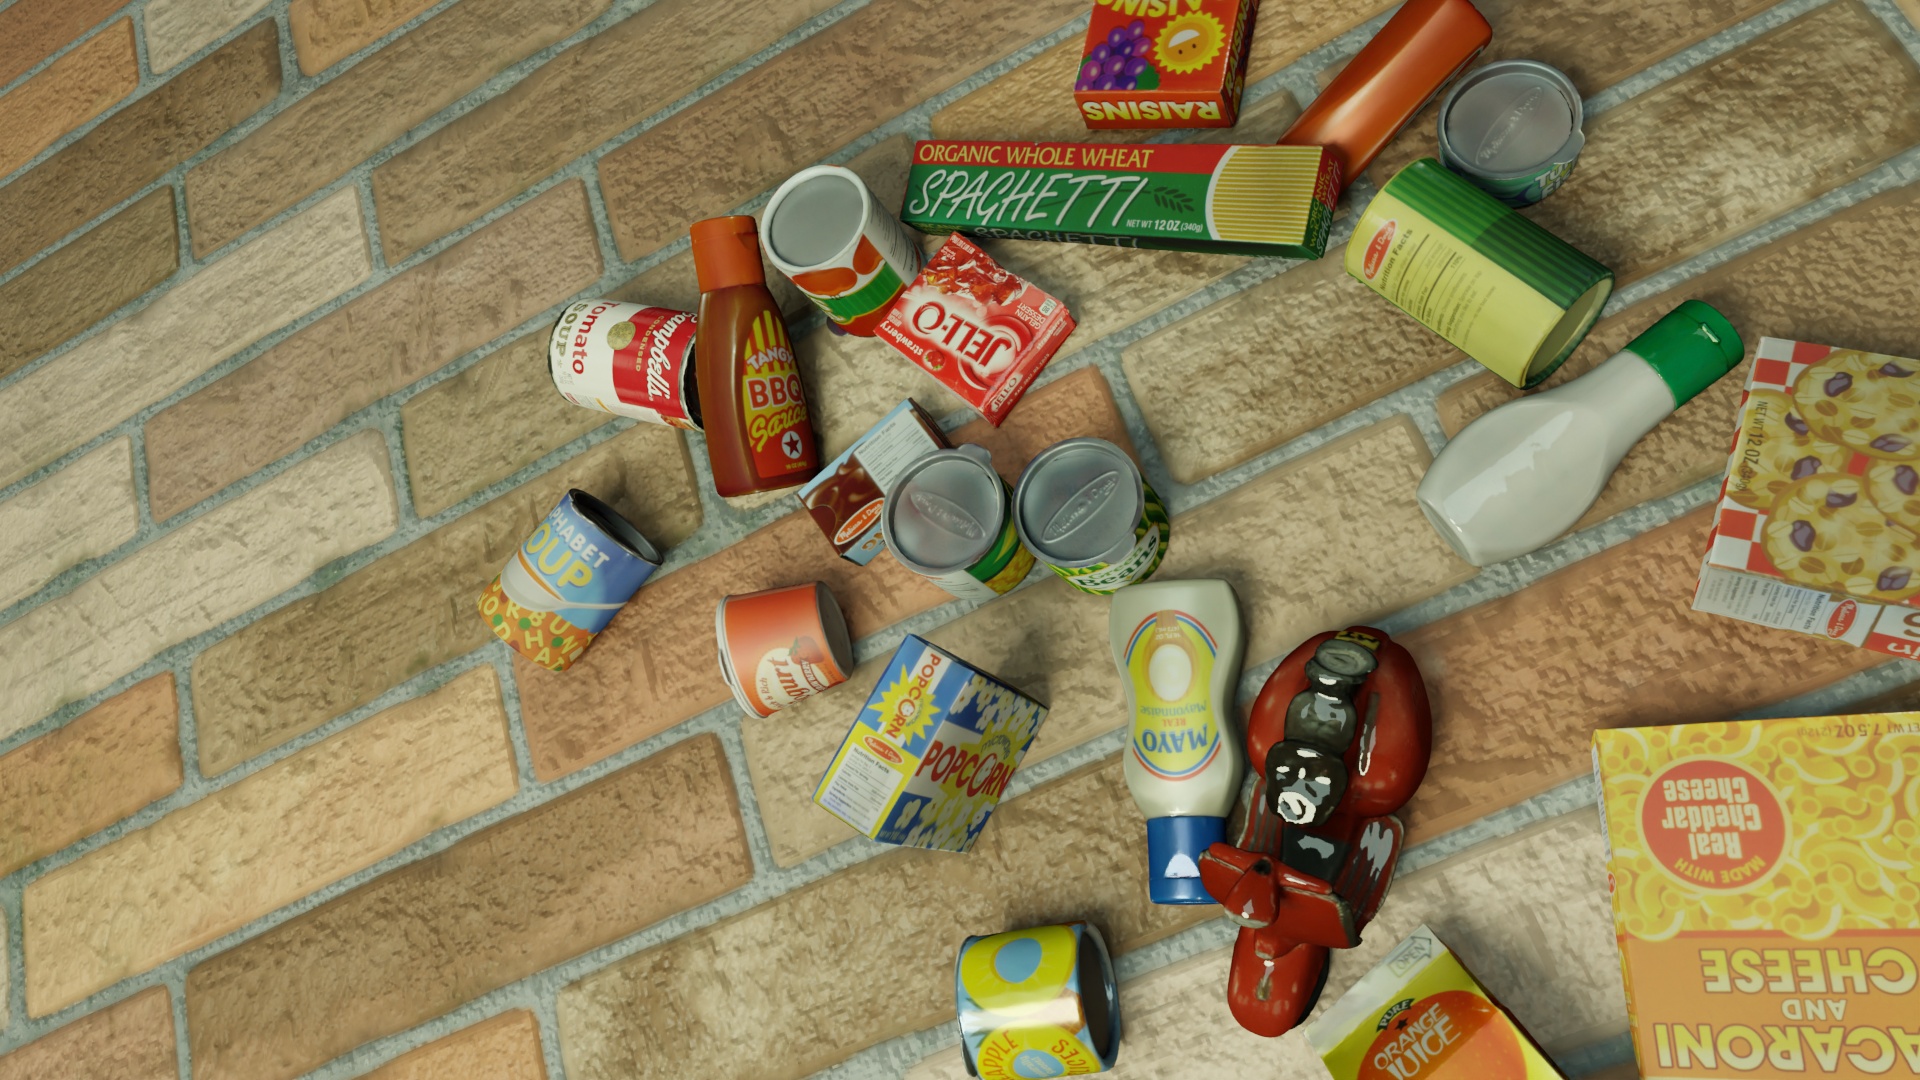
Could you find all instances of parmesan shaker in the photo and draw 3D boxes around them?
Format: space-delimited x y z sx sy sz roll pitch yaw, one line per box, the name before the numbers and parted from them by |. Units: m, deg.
parmesan shaker | 0.242 -0.123 0.653 0.071 0.071 0.103 -48 64 2

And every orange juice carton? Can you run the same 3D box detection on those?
orange juice carton | 0.223 0.248 0.536 0.072 0.073 0.193 -43 63 5

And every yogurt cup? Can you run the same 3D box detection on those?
yogurt cup | -0.090 0.054 0.729 0.054 0.072 0.072 -17 68 8

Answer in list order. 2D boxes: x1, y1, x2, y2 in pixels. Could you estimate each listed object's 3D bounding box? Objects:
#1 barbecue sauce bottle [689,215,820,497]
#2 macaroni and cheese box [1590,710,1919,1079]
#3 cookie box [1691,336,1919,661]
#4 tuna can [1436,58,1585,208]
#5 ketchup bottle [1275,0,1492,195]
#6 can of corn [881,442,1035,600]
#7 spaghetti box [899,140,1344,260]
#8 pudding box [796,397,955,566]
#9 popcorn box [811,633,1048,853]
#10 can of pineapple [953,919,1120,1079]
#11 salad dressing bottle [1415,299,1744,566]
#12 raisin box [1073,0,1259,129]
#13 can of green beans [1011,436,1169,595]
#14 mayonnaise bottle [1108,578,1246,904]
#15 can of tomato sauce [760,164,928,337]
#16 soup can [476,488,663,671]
barbecue sauce bottle | -0.117 -0.100 0.759 0.043 0.065 0.148 -7 96 35
macaroni and cheese box | 0.325 0.155 0.543 0.123 0.040 0.167 -7 71 20
cookie box | 0.395 -0.011 0.549 0.167 0.040 0.123 15 61 25
tuna can | 0.271 -0.198 0.681 0.071 0.033 0.071 -6 71 20
ketchup bottle | 0.196 -0.209 0.701 0.043 0.065 0.148 42 102 -8
can of corn | 0.003 -0.009 0.714 0.071 0.058 0.071 -7 71 20
spaghetti box | 0.074 -0.181 0.729 0.250 0.029 0.050 13 90 35
pudding box | -0.042 -0.032 0.755 0.083 0.030 0.050 -41 65 6
popcorn box | -0.010 0.098 0.647 0.038 0.126 0.085 28 86 24
can of pineapple | 0.035 0.210 0.626 0.058 0.071 0.071 -14 69 17
salad dressing bottle | 0.278 -0.049 0.625 0.147 0.044 0.064 -37 78 6
raisin box | 0.118 -0.290 0.769 0.086 0.040 0.123 7 75 23
can of green beans | 0.066 -0.011 0.689 0.071 0.057 0.071 -7 71 20
mayonnaise bottle | 0.104 0.093 0.650 0.065 0.041 0.148 -6 71 18
can of tomato sauce | -0.065 -0.159 0.775 0.071 0.083 0.071 -6 71 20
soup can | -0.223 0.022 0.787 0.071 0.071 0.084 42 92 27
